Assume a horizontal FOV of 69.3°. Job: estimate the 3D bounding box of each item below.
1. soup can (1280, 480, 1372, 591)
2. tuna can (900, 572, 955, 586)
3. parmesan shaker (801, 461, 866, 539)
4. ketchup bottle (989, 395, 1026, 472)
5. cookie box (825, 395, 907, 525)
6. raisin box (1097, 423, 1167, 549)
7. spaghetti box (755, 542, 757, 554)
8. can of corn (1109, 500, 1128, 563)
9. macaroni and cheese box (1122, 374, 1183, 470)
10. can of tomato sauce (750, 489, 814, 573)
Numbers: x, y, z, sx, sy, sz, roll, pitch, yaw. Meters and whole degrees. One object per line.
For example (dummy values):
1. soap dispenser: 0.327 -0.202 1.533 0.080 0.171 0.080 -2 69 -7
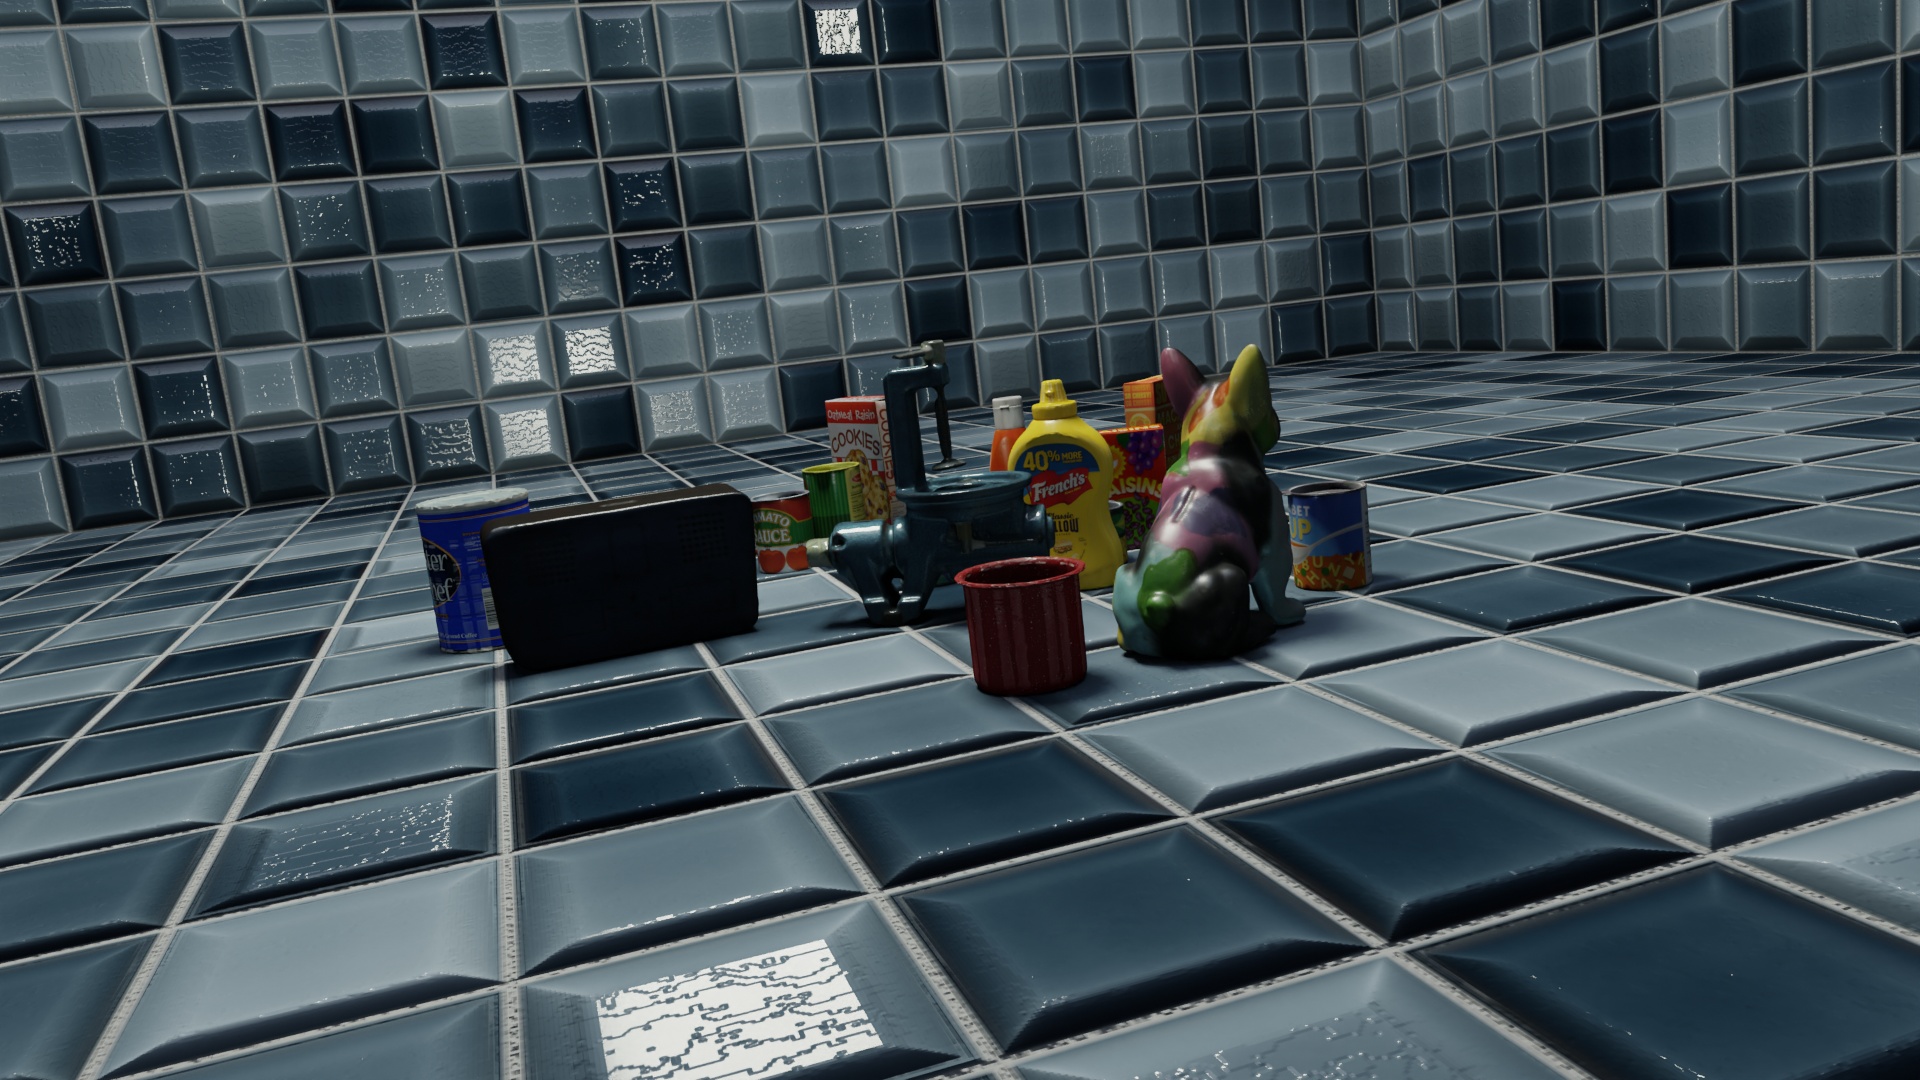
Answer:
1. soup can: 0.310 -0.004 1.178 0.071 0.083 0.071 -6 9 1
2. tuna can: -0.026 0.024 1.378 0.071 0.032 0.071 -6 10 1
3. parmesan shaker: -0.142 -0.033 1.577 0.071 0.103 0.071 -6 9 1
4. ketchup bottle: 0.065 -0.101 1.702 0.065 0.148 0.044 -4 10 15
5. cookie box: -0.112 -0.095 1.723 0.040 0.167 0.123 -13 11 -34
6. raisin box: 0.172 -0.054 1.436 0.086 0.123 0.040 -6 9 4
7. spaghetti box: -0.238 -0.013 1.680 0.028 0.050 0.251 0 12 36
8. can of corn: 0.132 -0.005 1.374 0.071 0.058 0.071 -6 10 1
9. macaroni and cheese box: 0.227 -0.098 1.527 0.040 0.166 0.124 0 11 33
10. can of tomato sauce: -0.196 -0.010 1.537 0.071 0.083 0.071 -6 9 1
